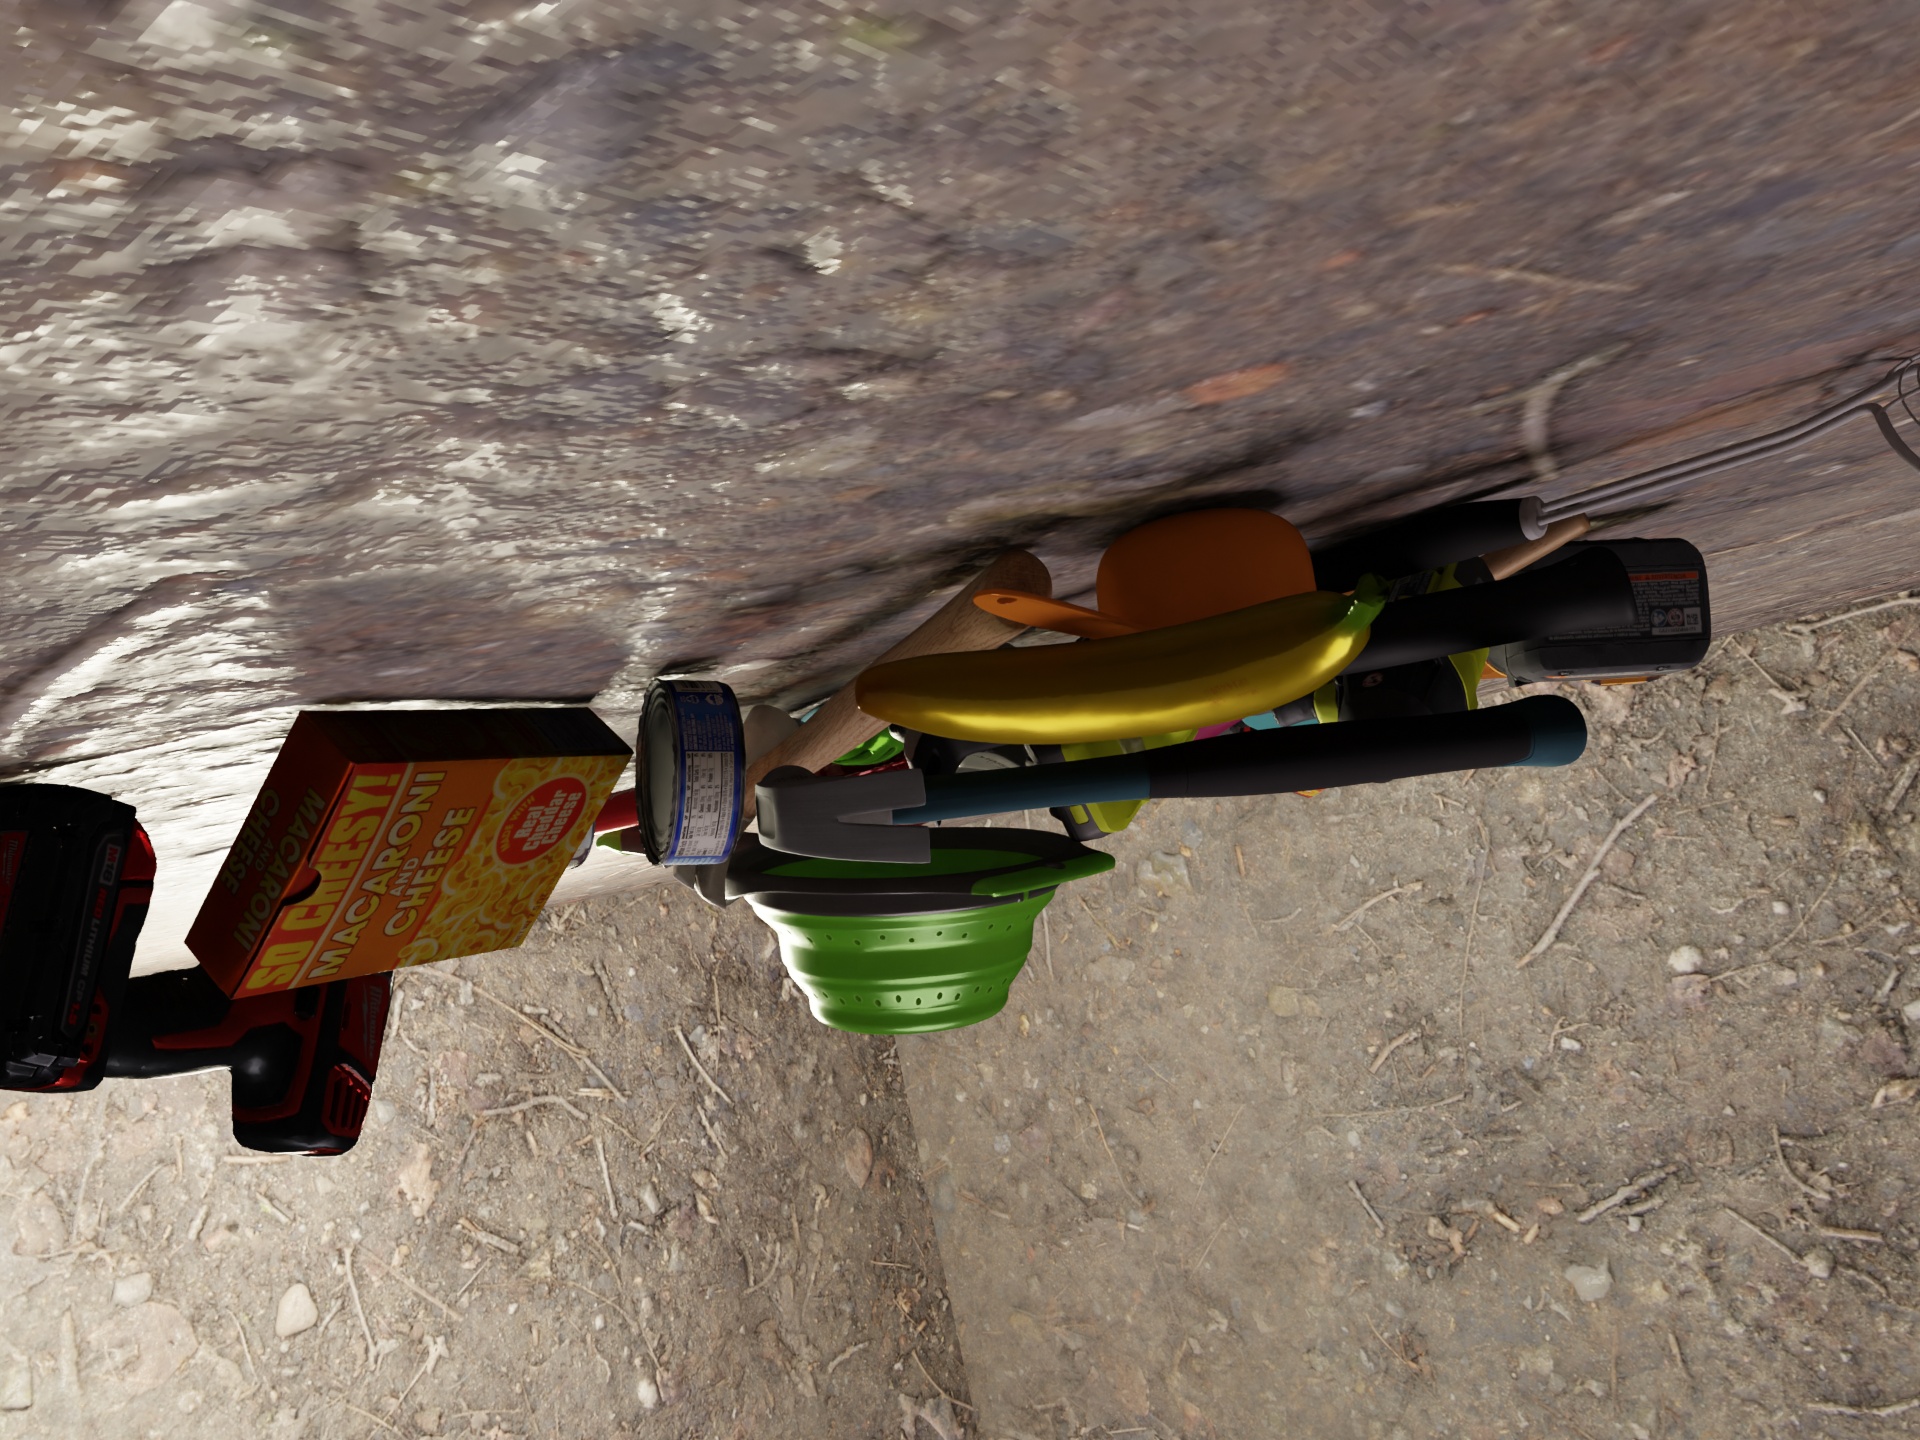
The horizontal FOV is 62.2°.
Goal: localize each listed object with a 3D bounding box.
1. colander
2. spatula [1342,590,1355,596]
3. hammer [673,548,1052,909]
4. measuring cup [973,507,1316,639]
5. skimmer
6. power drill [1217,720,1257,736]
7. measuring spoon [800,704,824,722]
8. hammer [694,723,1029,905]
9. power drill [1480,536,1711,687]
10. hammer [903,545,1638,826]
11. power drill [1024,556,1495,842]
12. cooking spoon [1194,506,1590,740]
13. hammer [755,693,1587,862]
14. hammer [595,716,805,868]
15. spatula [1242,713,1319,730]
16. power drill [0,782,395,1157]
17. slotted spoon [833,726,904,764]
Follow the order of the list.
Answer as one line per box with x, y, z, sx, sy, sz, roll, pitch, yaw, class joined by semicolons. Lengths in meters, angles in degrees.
-0.090;0.117;0.942;0.397;0.094;0.204;1;-175;43;colander
0.160;-0.040;0.973;0.081;0.041;0.322;21;154;-30;spatula
-0.056;0.003;0.739;0.031;0.130;0.331;34;148;-15;hammer
0.067;-0.055;0.605;0.173;0.052;0.095;8;162;-43;measuring cup
0.313;-0.078;0.677;0.363;0.090;0.127;-15;-155;43;skimmer
0.188;0.003;1.240;0.143;0.078;0.219;-6;175;30;power drill
-0.094;0.012;0.991;0.042;0.021;0.128;11;163;-20;measuring spoon
-0.075;0.074;1.069;0.149;0.036;0.409;27;150;-25;hammer
0.319;-0.056;0.977;0.185;0.084;0.226;-3;178;-9;power drill
0.125;-0.023;0.714;0.335;0.035;0.146;-12;-158;29;hammer
0.148;-0.009;0.804;0.223;0.080;0.171;-13;-156;34;power drill
0.203;-0.032;0.893;0.319;0.017;0.069;-32;-174;30;cooking spoon
0.085;0.020;0.633;0.331;0.033;0.128;-6;-177;-8;hammer
-0.272;0.074;1.017;0.386;0.038;0.143;-13;-165;35;hammer
0.227;-0.024;1.109;0.082;0.044;0.317;5;-168;8;spatula
-0.338;0.092;0.716;0.080;0.188;0.226;-3;160;20;power drill
-0.152;0.037;1.136;0.314;0.031;0.070;-15;170;38;slotted spoon
